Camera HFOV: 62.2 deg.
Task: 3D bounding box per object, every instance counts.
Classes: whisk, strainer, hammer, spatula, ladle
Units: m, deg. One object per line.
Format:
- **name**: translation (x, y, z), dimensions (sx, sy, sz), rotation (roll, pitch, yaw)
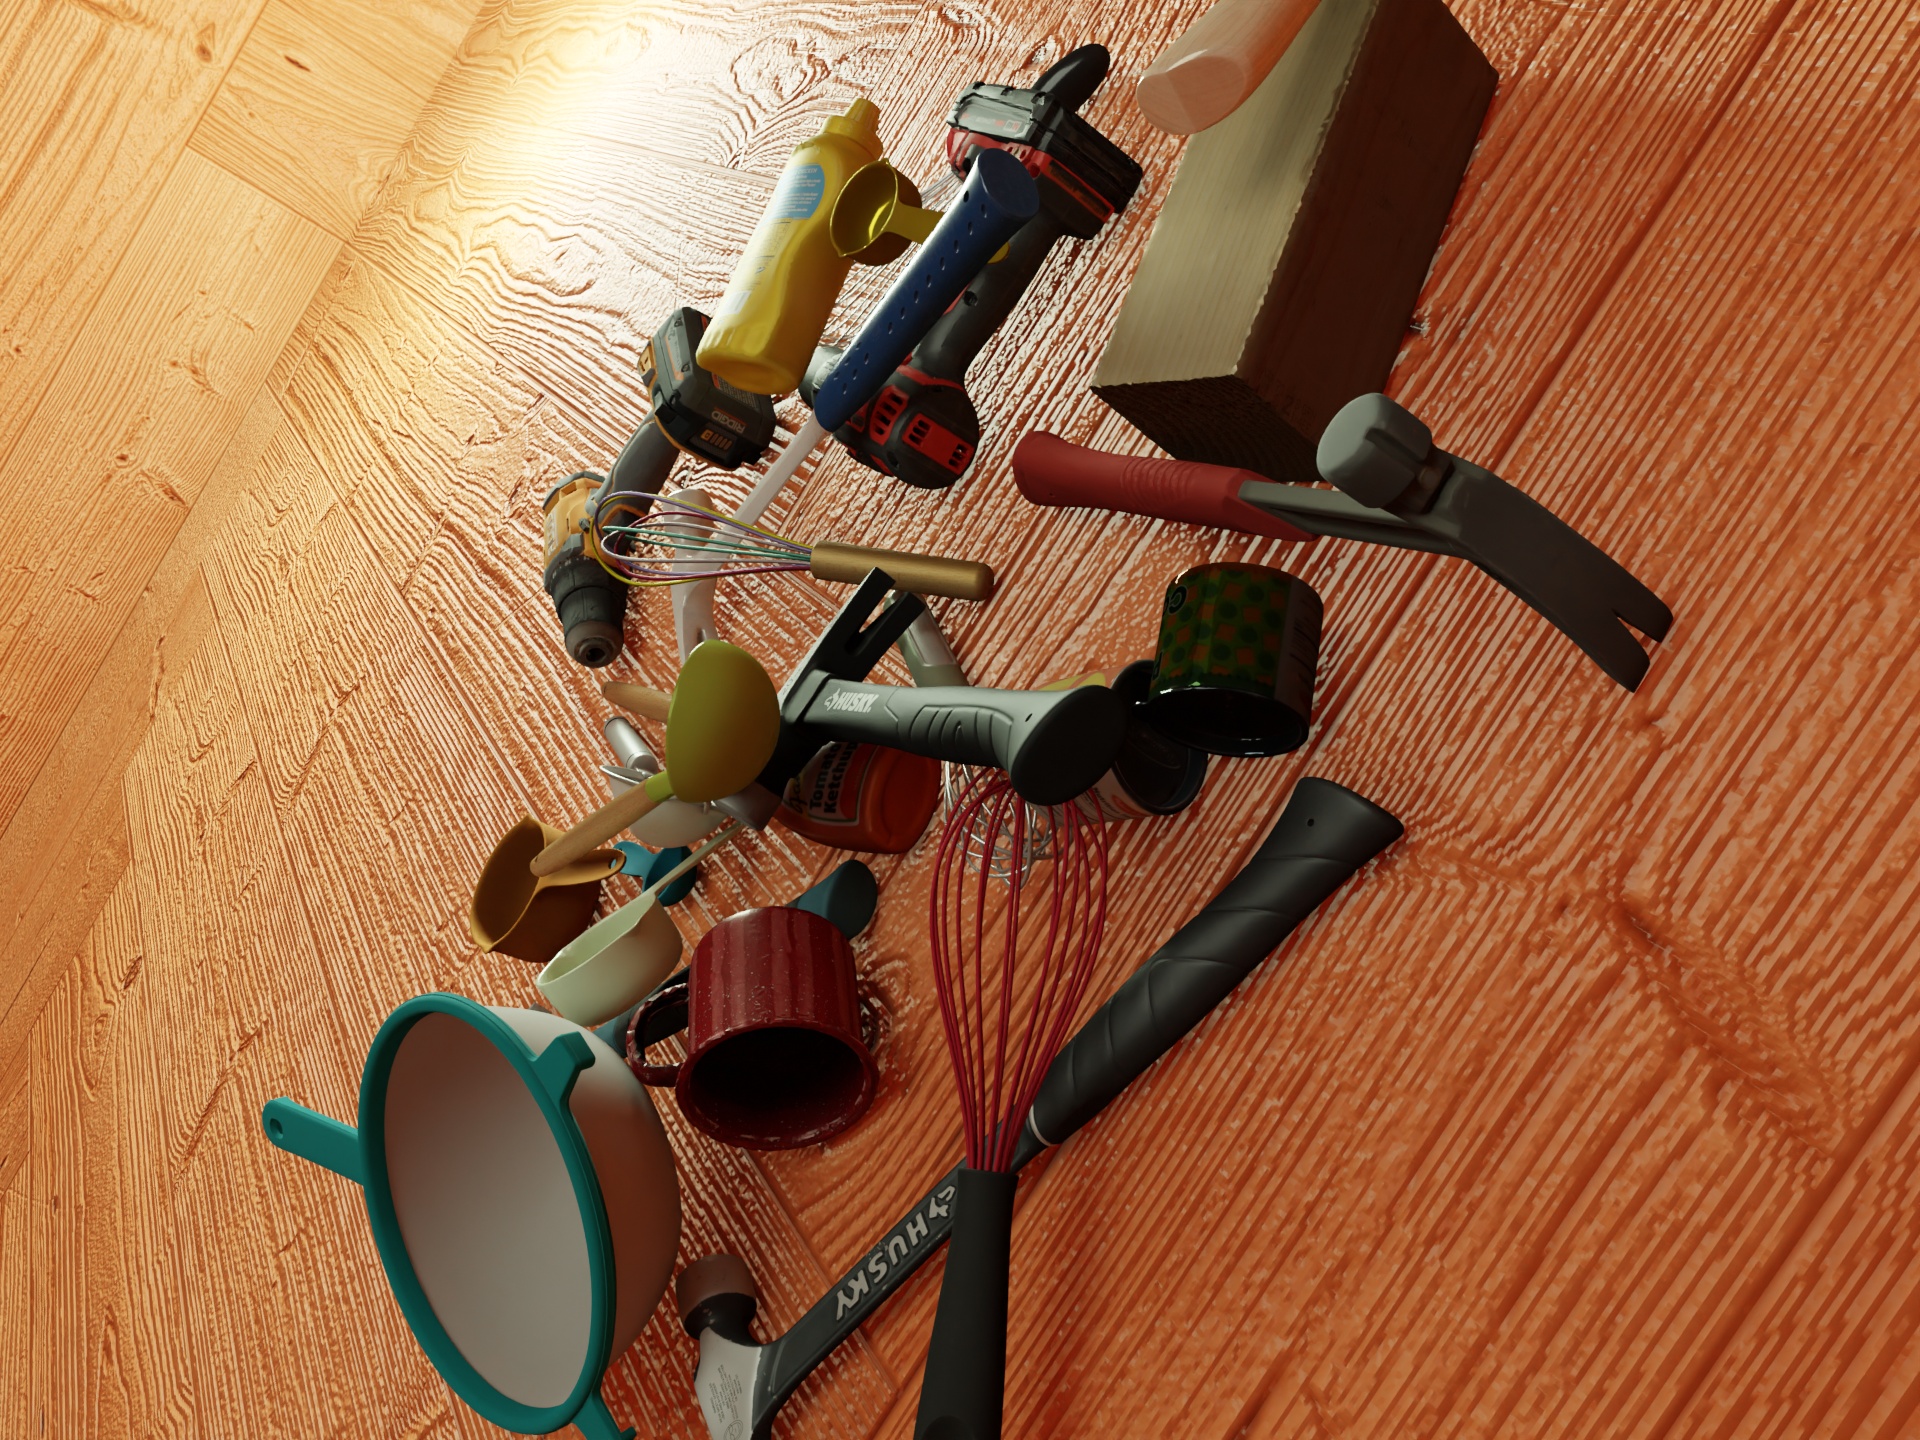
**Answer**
- **whisk**: translation (-0.098, -0.088, 0.881), dimensions (0.245, 0.051, 0.047), rotation (9, 76, 18)
- **strainer**: translation (-0.248, 0.226, 0.824), dimensions (0.340, 0.095, 0.211), rotation (1, 98, 44)
- **hammer**: translation (0.024, 0.175, 0.649), dimensions (0.409, 0.036, 0.149), rotation (-48, 39, 17)
- **hammer**: translation (-0.018, -0.005, 0.687), dimensions (0.146, 0.035, 0.335), rotation (-57, 20, -11)
- **hammer**: translation (0.209, -0.397, 0.701), dimensions (0.411, 0.038, 0.146), rotation (-48, 33, -15)
- **whisk**: translation (0.012, 0.152, 0.607), dimensions (0.073, 0.073, 0.296), rotation (-11, 65, 46)
- **hammer**: translation (-0.079, -0.163, 0.902), dimensions (0.405, 0.035, 0.144), rotation (-40, 51, 48)
- **strainer**: translation (-0.195, 0.033, 0.985), dimensions (0.050, 0.086, 0.259), rotation (-68, 24, 5)
- **whisk**: translation (-0.016, -0.329, 1.020), dimensions (0.284, 0.070, 0.070), rotation (-36, 42, 23)
- **spatula**: translation (-0.183, -0.009, 0.983), dimensions (0.318, 0.044, 0.082), rotation (11, 88, 61)
- **ladle**: translation (-0.182, 0.038, 0.843), dimensions (0.320, 0.062, 0.078), rotation (-29, 39, 52)
- **hammer**: translation (-0.173, 0.167, 0.873), dimensions (0.331, 0.033, 0.128), rotation (-33, 27, 27)
- **whisk**: translation (-0.001, -0.003, 0.789), dimensions (0.247, 0.057, 0.059), rotation (-116, 27, -53)
- **hammer**: translation (0.119, -0.089, 0.670), dimensions (0.037, 0.149, 0.359), rotation (-61, 25, 0)

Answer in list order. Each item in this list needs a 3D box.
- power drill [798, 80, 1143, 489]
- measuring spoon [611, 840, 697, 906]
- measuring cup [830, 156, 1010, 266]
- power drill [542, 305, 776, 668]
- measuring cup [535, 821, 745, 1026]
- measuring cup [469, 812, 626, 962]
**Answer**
- **power drill**: translation (-0.011, -0.257, 0.949), dimensions (0.226, 0.080, 0.188), rotation (-59, 36, 8)
- **measuring spoon**: translation (-0.190, 0.092, 0.982), dimensions (0.129, 0.021, 0.042), rotation (6, 67, 61)
- **measuring cup**: translation (-0.017, -0.271, 0.888), dimensions (0.157, 0.029, 0.062), rotation (33, 100, 43)
- **power drill**: translation (-0.226, -0.160, 1.137), dimensions (0.226, 0.084, 0.186), rotation (-46, 39, 27)
- **measuring cup**: translation (-0.157, 0.107, 0.870), dimensions (0.083, 0.038, 0.167), rotation (-22, 14, 46)
- **measuring cup**: translation (-0.243, 0.106, 1.002), dimensions (0.173, 0.052, 0.095), rotation (-14, 57, 43)
